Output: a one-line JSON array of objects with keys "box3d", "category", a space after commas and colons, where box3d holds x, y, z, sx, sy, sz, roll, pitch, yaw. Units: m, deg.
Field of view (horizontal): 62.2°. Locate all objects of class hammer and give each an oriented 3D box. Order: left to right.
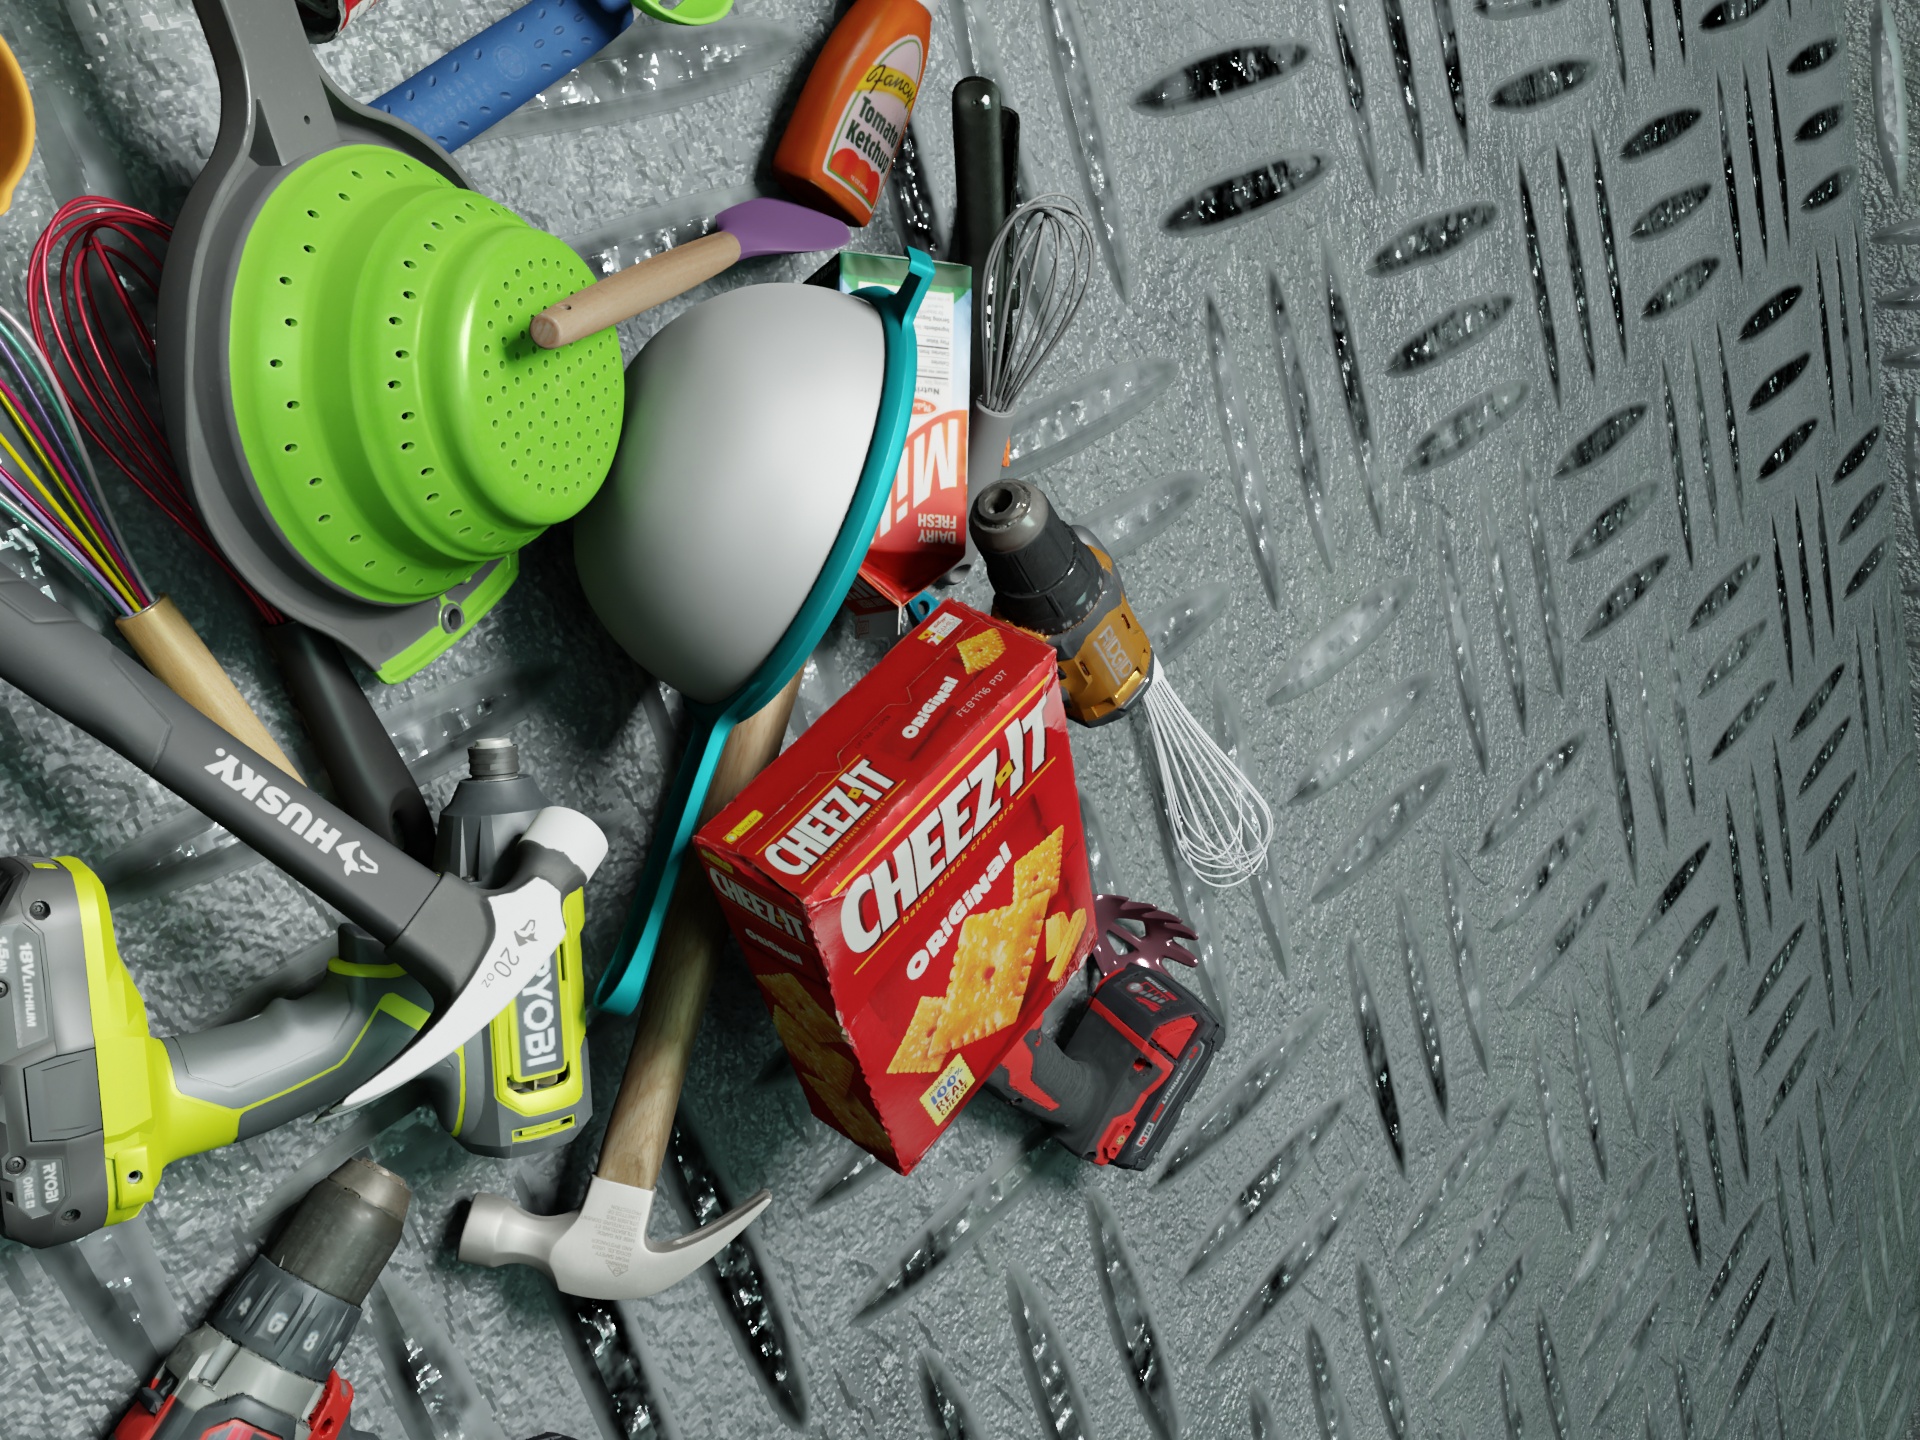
[{"box3d": [-0.290, 0.002, 0.552, 0.334, 0.035, 0.146, 40, 48, -16], "category": "hammer"}, {"box3d": [-0.158, -0.350, 0.746, 0.406, 0.035, 0.144, -51, 125, -31], "category": "hammer"}, {"box3d": [-0.123, 0.102, 0.744, 0.130, 0.031, 0.331, 16, 82, -9], "category": "hammer"}]

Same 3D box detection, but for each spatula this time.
[{"box3d": [-0.109, -0.201, 0.693, 0.316, 0.060, 0.018, -62, 171, -62], "category": "spatula"}]

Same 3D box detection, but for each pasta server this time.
[{"box3d": [0.038, 0.092, 0.957, 0.316, 0.040, 0.060, 35, 90, -38], "category": "pasta server"}]

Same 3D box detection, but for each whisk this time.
[{"box3d": [-0.321, -0.058, 0.593, 0.051, 0.047, 0.244, -47, 126, -35], "category": "whisk"}, {"box3d": [-0.274, -0.059, 0.630, 0.073, 0.073, 0.295, -38, 123, -37], "category": "whisk"}, {"box3d": [0.021, -0.168, 0.849, 0.055, 0.055, 0.238, -29, 148, -40], "category": "whisk"}, {"box3d": [0.134, -0.007, 1.040, 0.070, 0.070, 0.284, -46, 117, -34], "category": "whisk"}]

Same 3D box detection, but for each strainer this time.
[{"box3d": [-0.129, -0.050, 0.684, 0.095, 0.211, 0.340, 23, 75, -26], "category": "strainer"}]

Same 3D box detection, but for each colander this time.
[{"box3d": [-0.207, -0.200, 0.571, 0.205, 0.094, 0.396, -60, 148, -51], "category": "colander"}]

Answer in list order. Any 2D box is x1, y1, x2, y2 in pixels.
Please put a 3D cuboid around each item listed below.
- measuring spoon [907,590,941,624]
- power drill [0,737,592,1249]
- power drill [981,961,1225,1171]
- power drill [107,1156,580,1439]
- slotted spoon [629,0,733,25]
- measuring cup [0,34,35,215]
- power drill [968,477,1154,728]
[{"box3d": [0.004, -0.030, 0.938, 0.128, 0.021, 0.042, 49, 60, -24], "category": "measuring spoon"}, {"box3d": [-0.256, 0.101, 0.620, 0.223, 0.080, 0.171, -7, 96, -39], "category": "power drill"}, {"box3d": [0.047, 0.177, 0.921, 0.219, 0.079, 0.143, 26, 95, -40], "category": "power drill"}, {"box3d": [-0.235, 0.311, 0.671, 0.226, 0.080, 0.188, 45, 61, -33], "category": "power drill"}, {"box3d": [-0.072, -0.422, 0.784, 0.070, 0.031, 0.314, 51, 55, -17], "category": "slotted spoon"}, {"box3d": [-0.381, -0.175, 0.502, 0.095, 0.052, 0.174, 58, 44, -31], "category": "measuring cup"}, {"box3d": [-0.001, -0.003, 0.811, 0.226, 0.084, 0.185, -49, 147, -8], "category": "power drill"}]
